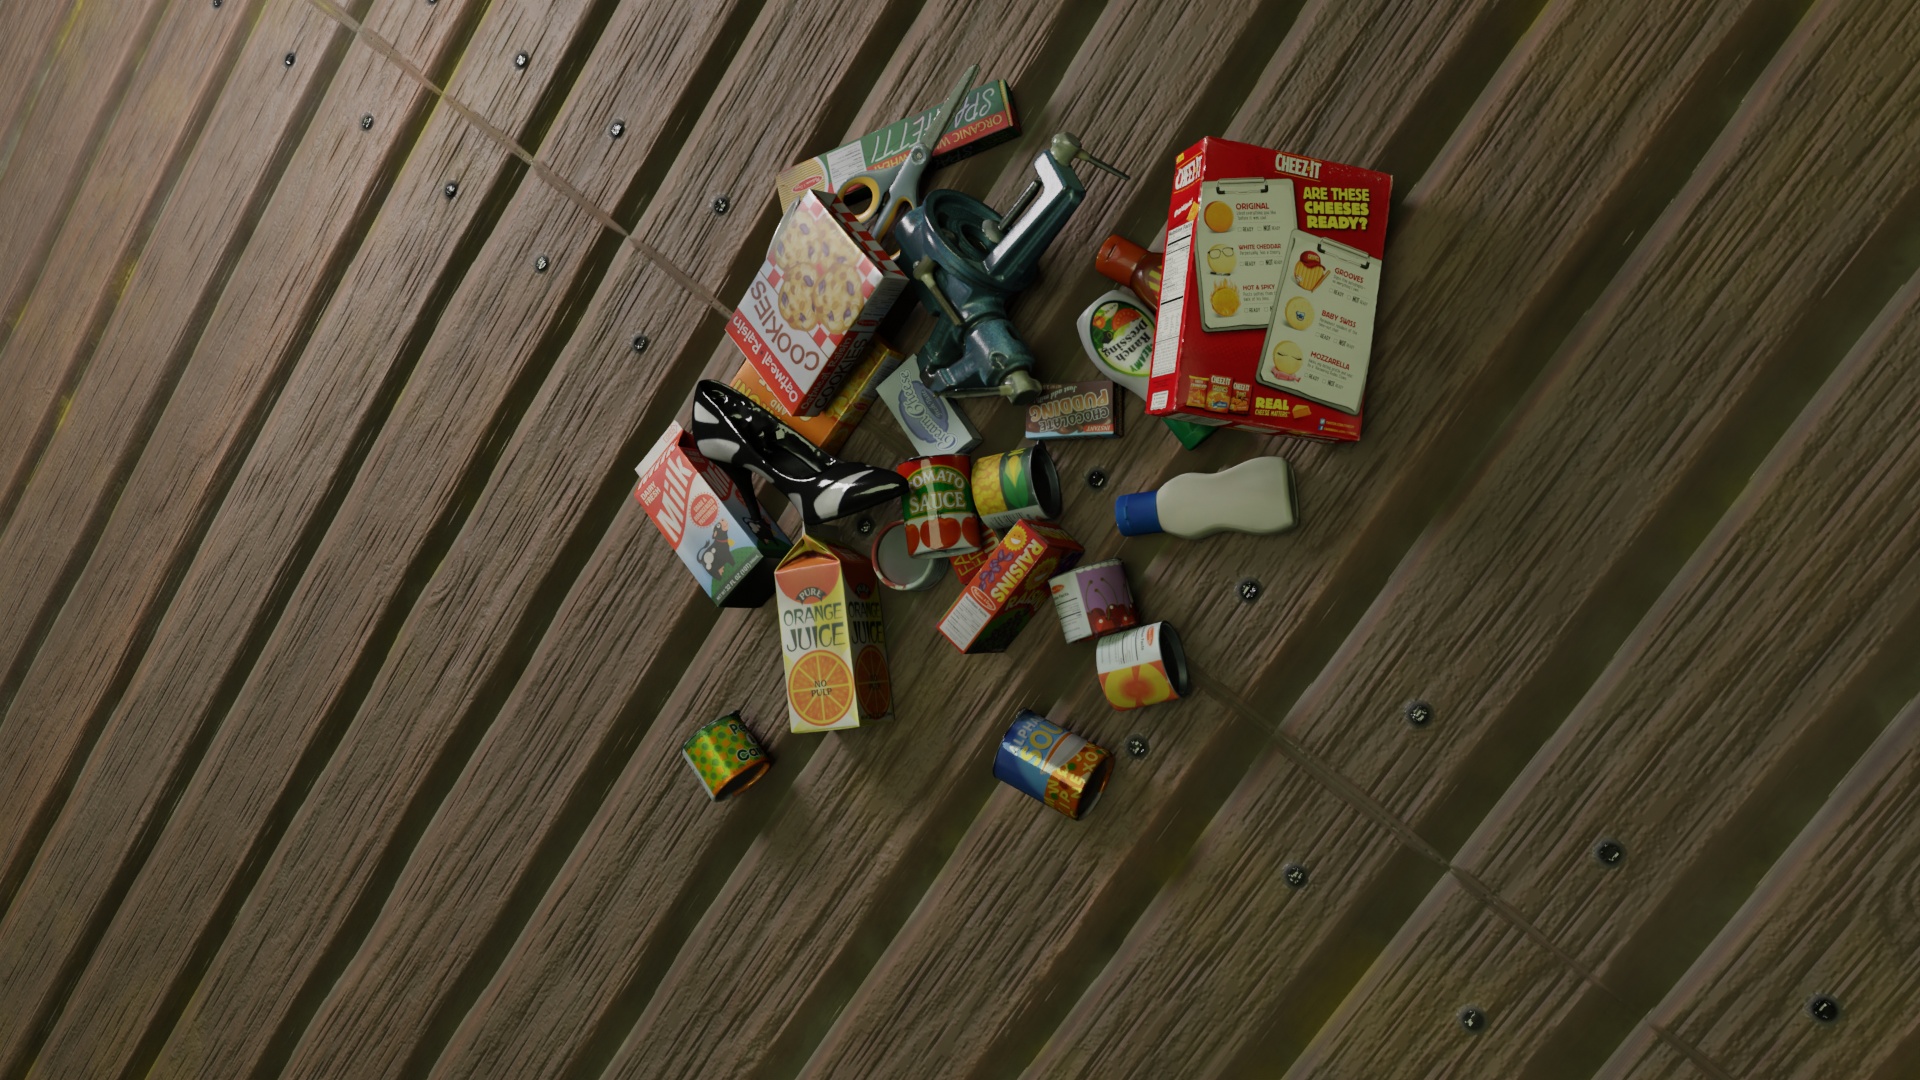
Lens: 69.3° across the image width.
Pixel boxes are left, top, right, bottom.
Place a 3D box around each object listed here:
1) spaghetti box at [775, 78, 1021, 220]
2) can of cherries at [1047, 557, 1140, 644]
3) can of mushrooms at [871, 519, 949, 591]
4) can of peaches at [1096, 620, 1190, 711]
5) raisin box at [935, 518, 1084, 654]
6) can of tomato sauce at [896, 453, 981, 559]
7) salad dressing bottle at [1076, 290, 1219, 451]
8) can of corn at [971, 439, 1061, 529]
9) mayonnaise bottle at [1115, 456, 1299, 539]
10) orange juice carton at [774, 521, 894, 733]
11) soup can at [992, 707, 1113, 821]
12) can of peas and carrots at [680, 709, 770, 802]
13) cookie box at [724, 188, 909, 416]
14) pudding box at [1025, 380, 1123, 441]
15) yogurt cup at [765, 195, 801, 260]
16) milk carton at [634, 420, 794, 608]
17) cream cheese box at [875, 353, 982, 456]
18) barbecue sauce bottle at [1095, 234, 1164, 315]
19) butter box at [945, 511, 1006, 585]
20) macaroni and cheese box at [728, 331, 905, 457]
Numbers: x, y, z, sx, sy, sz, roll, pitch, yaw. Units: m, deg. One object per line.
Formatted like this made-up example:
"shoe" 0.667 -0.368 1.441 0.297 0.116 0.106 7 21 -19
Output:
"spaghetti box" -0.061 -0.365 1.314 0.249 0.029 0.050 -16 80 23
"can of cherries" 0.117 0.052 1.184 0.071 0.071 0.058 -21 79 22
"can of mushrooms" -0.048 0.012 1.280 0.071 0.033 0.071 -1 87 25
"can of peaches" 0.153 0.108 1.163 0.058 0.071 0.071 -16 80 23
"raisin box" 0.044 0.041 1.206 0.040 0.086 0.123 43 104 23
"can of tomato sauce" -0.019 -0.030 1.221 0.071 0.071 0.083 -11 82 24
"salad dressing bottle" 0.161 -0.143 1.176 0.064 0.044 0.148 -39 84 3
"can of corn" 0.049 -0.049 1.221 0.058 0.071 0.071 -12 82 24
"mayonnaise bottle" 0.205 -0.030 1.162 0.148 0.041 0.065 -8 82 25
"orange juice carton" -0.119 0.078 1.287 0.073 0.072 0.193 -10 83 23
"soup can" 0.080 0.190 1.189 0.084 0.071 0.071 25 97 24
"can of peas and carrots" -0.222 0.207 1.330 0.071 0.071 0.059 -43 72 17
"cookie box" -0.133 -0.213 1.262 0.123 0.040 0.166 52 122 23
"pudding box" 0.100 -0.113 1.222 0.083 0.030 0.049 0 87 25
"yogurt cup" -0.147 -0.283 1.323 0.054 0.072 0.072 25 100 -19
"milk carton" -0.246 -0.027 1.352 0.072 0.073 0.191 -47 69 16
"cream cheese box" -0.029 -0.116 1.285 0.053 0.024 0.104 -40 71 19
"barbecue sauce bottle" 0.185 -0.213 1.182 0.149 0.043 0.065 33 97 23
"butter box" 0.005 -0.016 1.262 0.053 0.024 0.103 -31 74 19
"macaroni and cheese box" -0.149 -0.147 1.334 0.124 0.040 0.166 41 103 21
